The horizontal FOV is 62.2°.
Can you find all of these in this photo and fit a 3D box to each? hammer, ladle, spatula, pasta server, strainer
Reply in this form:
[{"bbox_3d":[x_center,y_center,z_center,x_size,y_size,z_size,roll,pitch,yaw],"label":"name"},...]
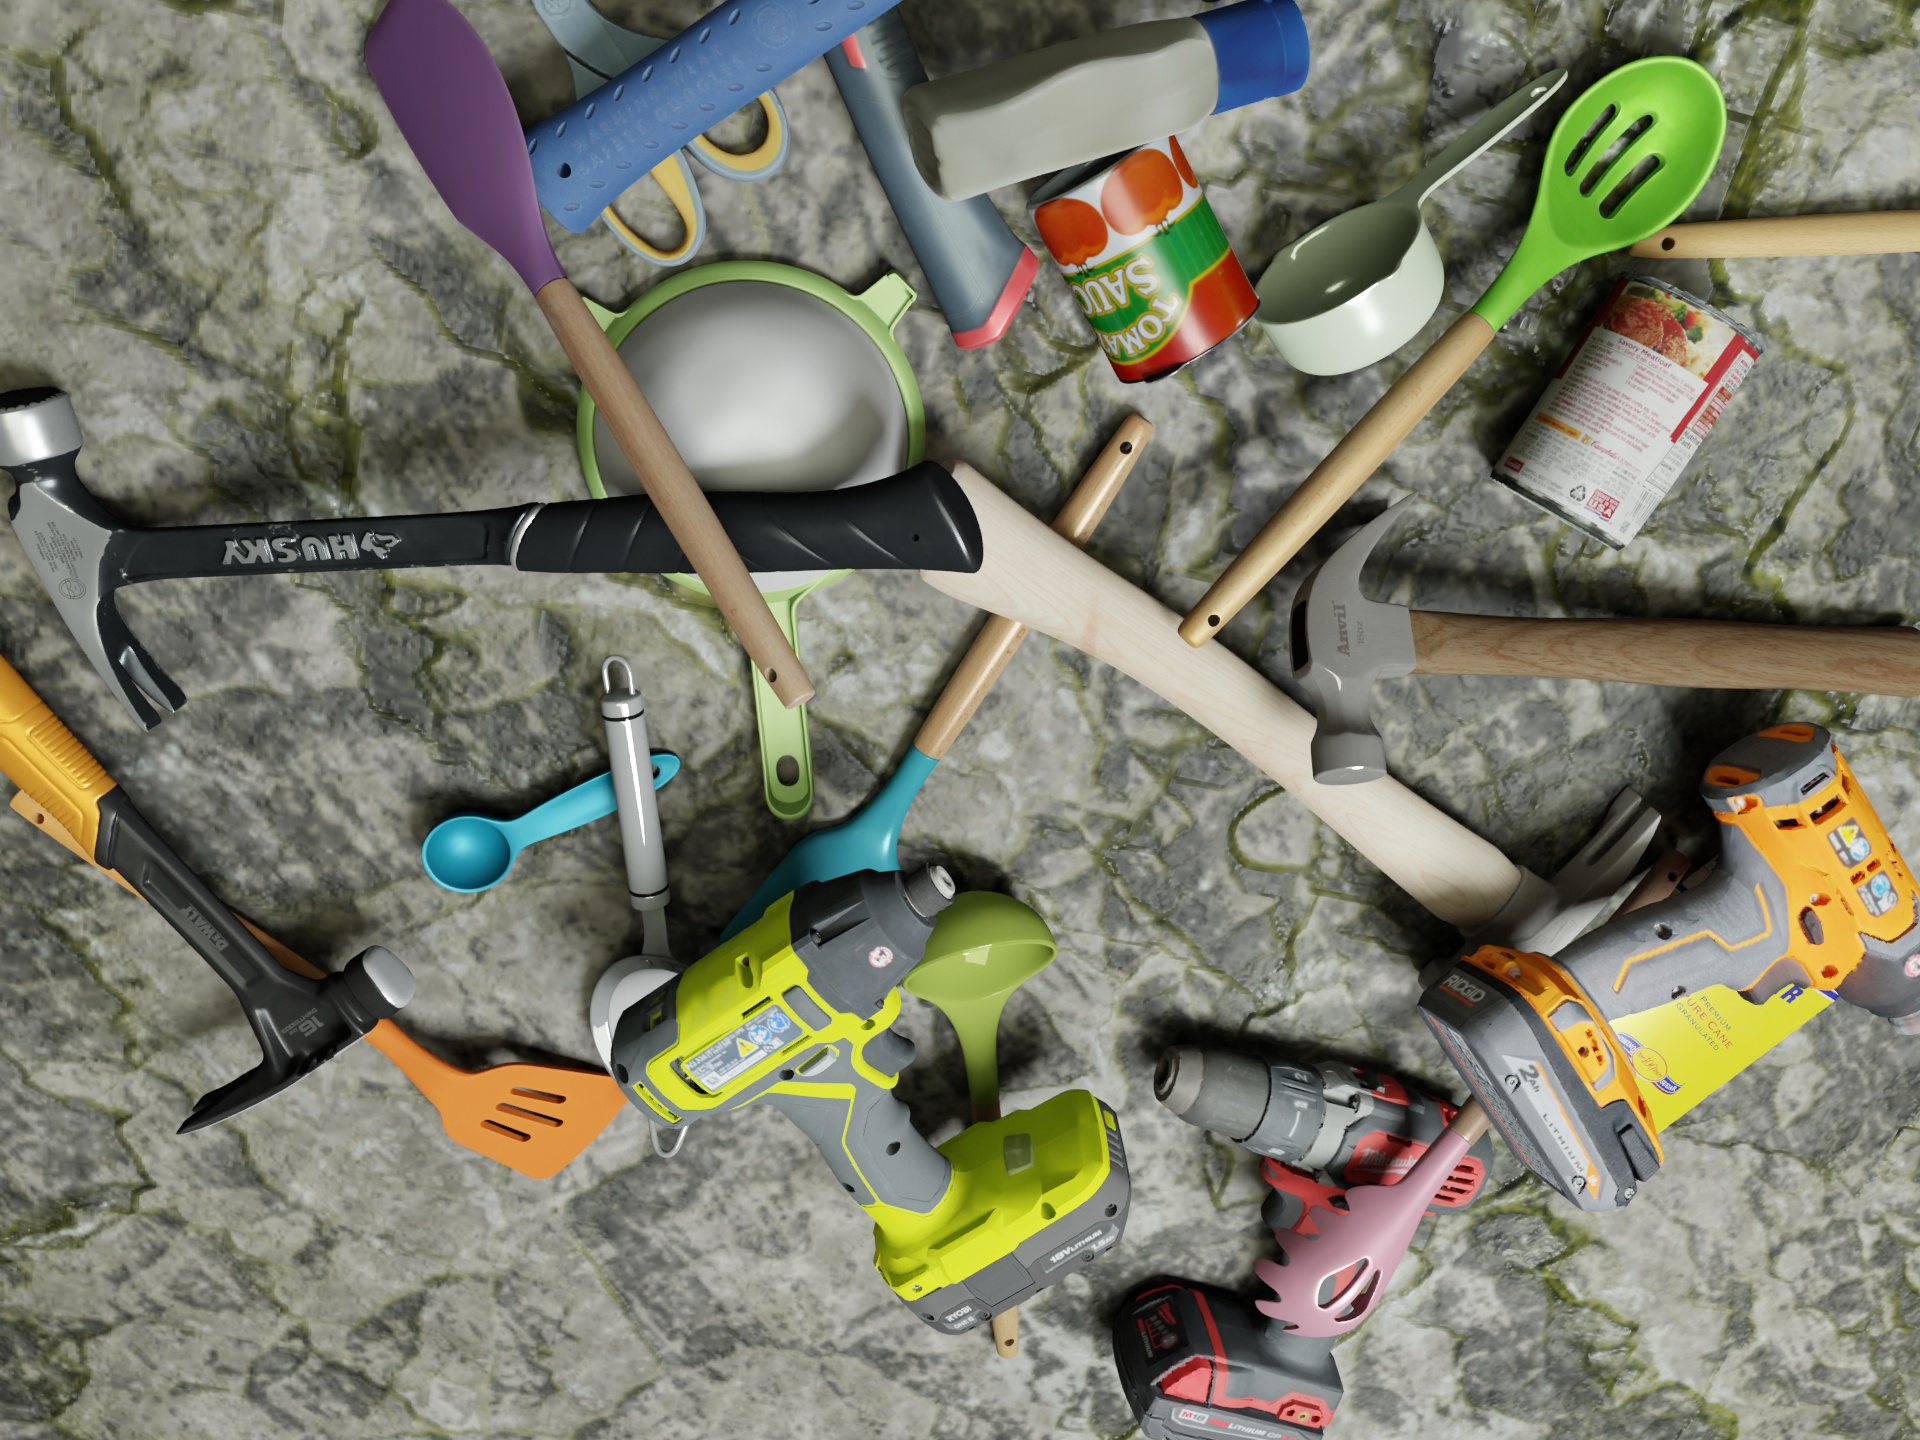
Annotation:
[{"bbox_3d":[-0.399,0.033,0.704,0.127,0.034,0.336,-33,107,7],"label":"hammer"},{"bbox_3d":[0.008,-0.296,0.553,0.405,0.035,0.144,-25,115,19],"label":"hammer"},{"bbox_3d":[0.307,-0.035,0.735,0.331,0.031,0.130,1,73,-15],"label":"hammer"},{"bbox_3d":[-0.079,-0.315,0.598,0.143,0.038,0.386,-23,114,6],"label":"hammer"},{"bbox_3d":[0.447,-0.215,0.698,0.315,0.031,0.069,-3,111,-2],"label":"ladle"},{"bbox_3d":[-0.001,-0.002,0.738,0.082,0.044,0.317,31,106,-6],"label":"spatula"},{"bbox_3d":[0.152,-0.001,0.740,0.410,0.038,0.146,33,105,-23],"label":"hammer"},{"bbox_3d":[-0.139,-0.142,0.596,0.059,0.018,0.316,-35,84,37],"label":"spatula"},{"bbox_3d":[0.017,0.226,0.834,0.078,0.062,0.320,-9,117,-9],"label":"ladle"},{"bbox_3d":[-0.194,-0.069,0.648,0.409,0.036,0.149,-1,117,10],"label":"hammer"},{"bbox_3d":[-0.311,0.128,0.779,0.322,0.041,0.081,39,105,-15],"label":"spatula"},{"bbox_3d":[0.265,0.187,0.806,0.060,0.040,0.316,43,83,-13],"label":"pasta server"},{"bbox_3d":[-0.145,0.089,0.761,0.087,0.050,0.258,5,114,21],"label":"strainer"},{"bbox_3d":[-0.086,-0.064,0.689,0.151,0.069,0.256,-5,112,-3],"label":"strainer"}]

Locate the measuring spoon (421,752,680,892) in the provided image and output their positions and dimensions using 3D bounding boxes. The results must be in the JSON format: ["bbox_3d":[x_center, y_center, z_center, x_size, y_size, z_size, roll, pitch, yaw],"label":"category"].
[{"bbox_3d":[-0.194,0.041,0.758,0.128,0.021,0.042,-24,120,-5],"label":"measuring spoon"}]

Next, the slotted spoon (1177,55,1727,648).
[{"bbox_3d":[0.201,-0.151,0.675,0.070,0.031,0.314,41,94,-19],"label":"slotted spoon"}]

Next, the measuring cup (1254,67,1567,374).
[{"bbox_3d":[0.196,-0.206,0.663,0.167,0.083,0.038,-41,121,-4],"label":"measuring cup"}]

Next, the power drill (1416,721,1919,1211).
[{"bbox_3d":[0.352,0.128,0.752,0.226,0.084,0.164,-35,98,-3],"label":"power drill"}]

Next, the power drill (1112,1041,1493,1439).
[{"bbox_3d":[0.159,0.280,0.861,0.187,0.080,0.226,19,107,-14],"label":"power drill"}]

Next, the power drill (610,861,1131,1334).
[{"bbox_3d":[-0.025,0.172,0.736,0.171,0.080,0.223,-34,115,14],"label":"power drill"}]
